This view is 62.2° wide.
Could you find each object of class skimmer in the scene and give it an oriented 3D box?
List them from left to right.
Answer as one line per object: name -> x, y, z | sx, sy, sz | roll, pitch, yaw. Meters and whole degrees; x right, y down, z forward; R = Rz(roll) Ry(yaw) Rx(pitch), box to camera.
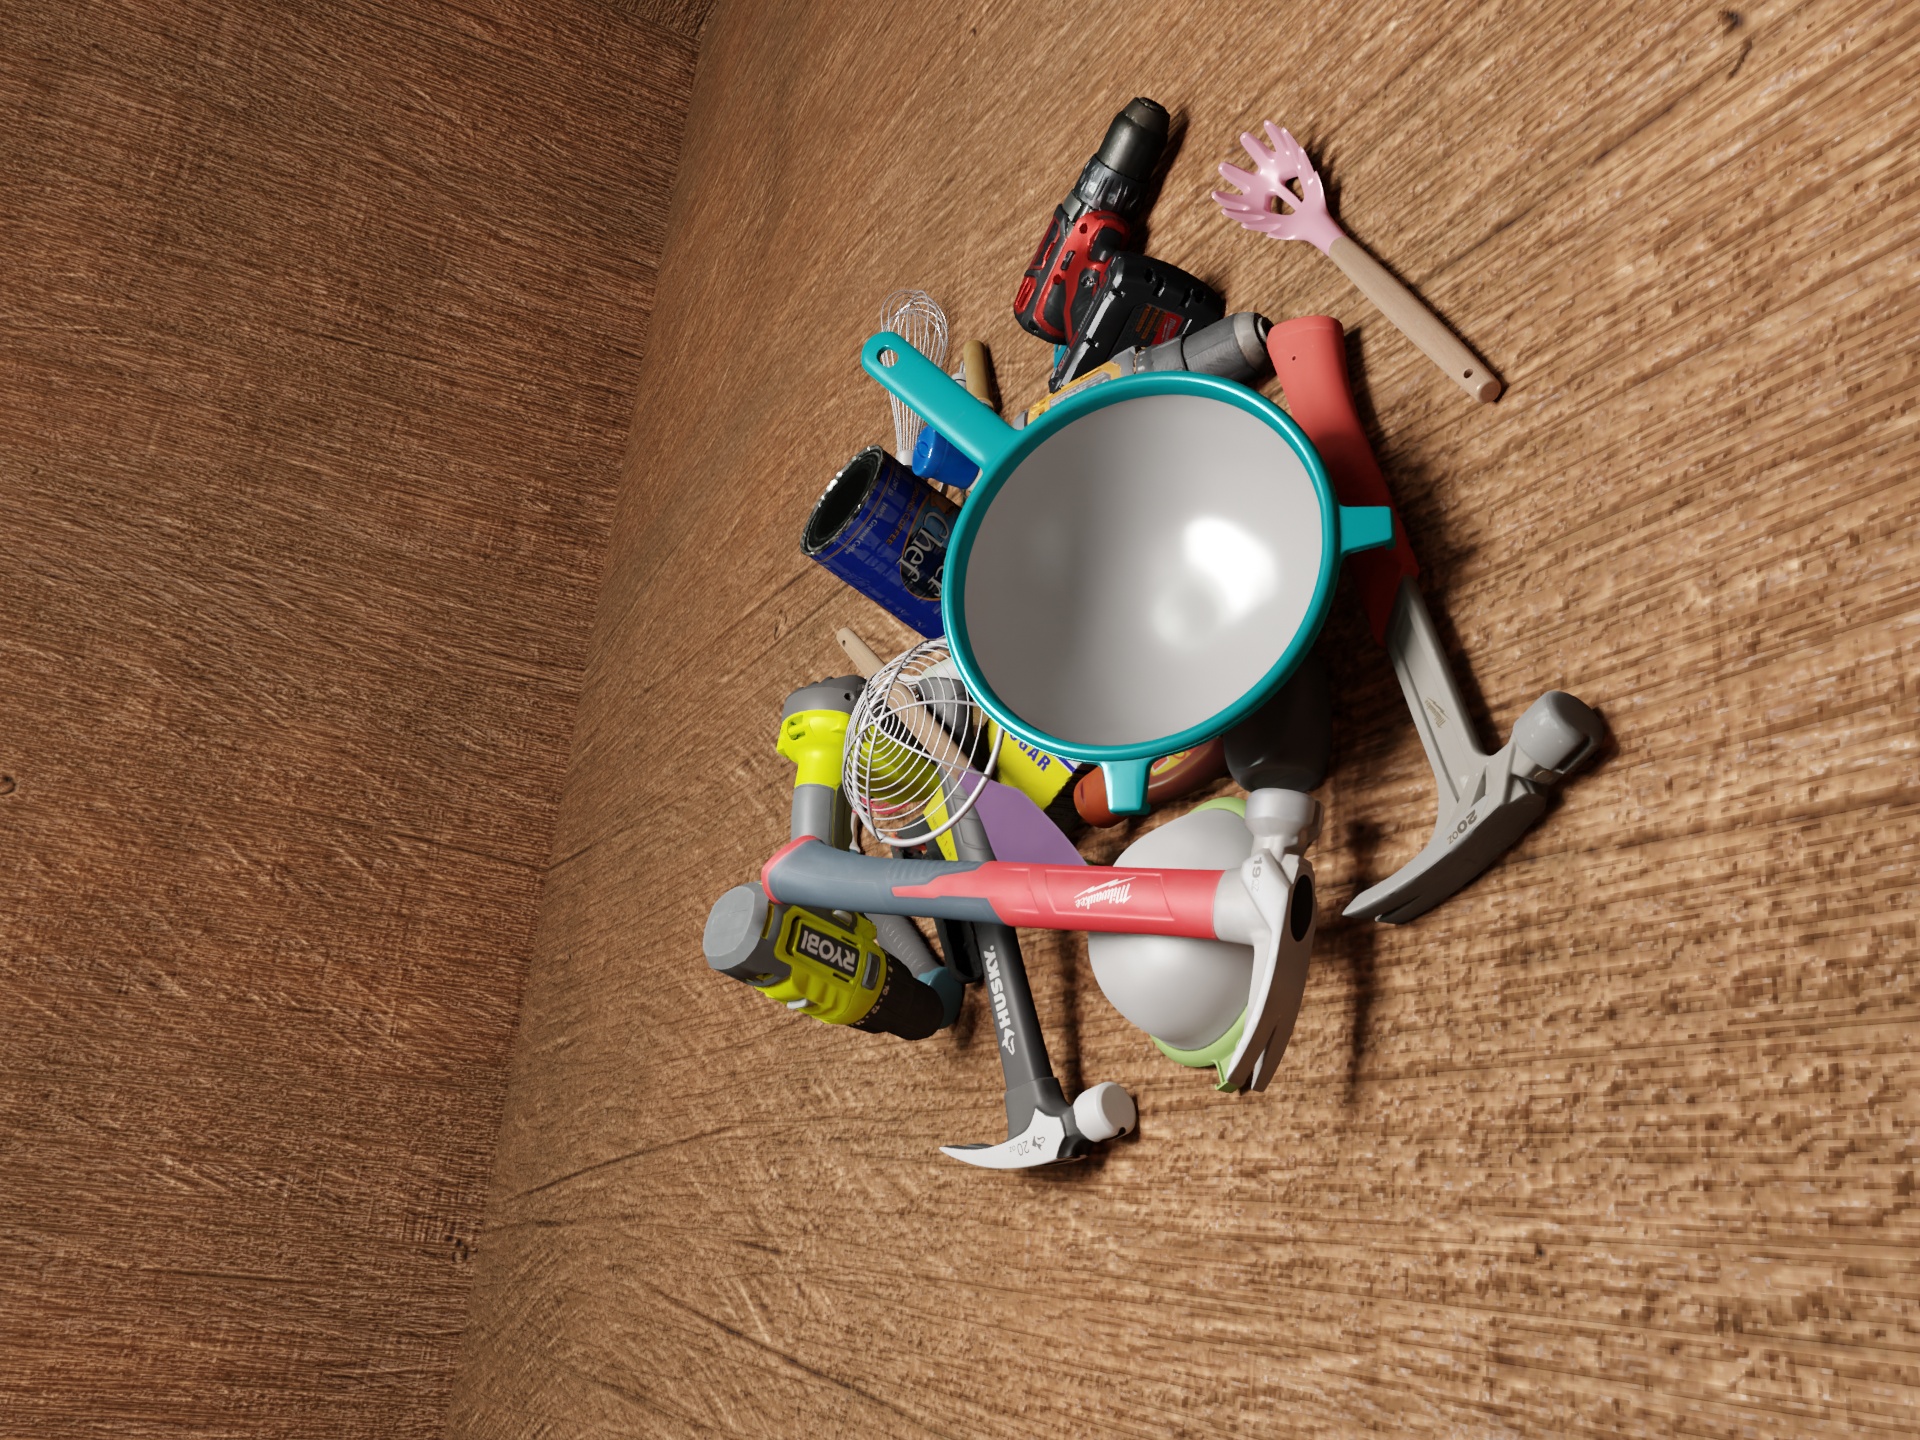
skimmer -> 0.024, -0.044, 1.040 | 0.127, 0.090, 0.363 | -34, 9, 32

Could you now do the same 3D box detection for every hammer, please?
hammer -> -0.065, 0.159, 1.307 | 0.128, 0.033, 0.331 | -71, 23, 11
hammer -> 0.016, 0.121, 1.023 | 0.146, 0.035, 0.335 | -36, 57, 41
hammer -> 0.020, 0.111, 0.882 | 0.386, 0.038, 0.143 | -3, 68, 44
hammer -> 0.207, -0.078, 0.810 | 0.149, 0.036, 0.359 | -55, 31, 41

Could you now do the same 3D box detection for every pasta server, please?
pasta server -> 0.217, -0.256, 0.887 | 0.060, 0.040, 0.317 | -52, 32, 24

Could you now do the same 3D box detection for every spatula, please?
spatula -> -0.008, 0.024, 1.028 | 0.316, 0.018, 0.059 | 48, 131, 44

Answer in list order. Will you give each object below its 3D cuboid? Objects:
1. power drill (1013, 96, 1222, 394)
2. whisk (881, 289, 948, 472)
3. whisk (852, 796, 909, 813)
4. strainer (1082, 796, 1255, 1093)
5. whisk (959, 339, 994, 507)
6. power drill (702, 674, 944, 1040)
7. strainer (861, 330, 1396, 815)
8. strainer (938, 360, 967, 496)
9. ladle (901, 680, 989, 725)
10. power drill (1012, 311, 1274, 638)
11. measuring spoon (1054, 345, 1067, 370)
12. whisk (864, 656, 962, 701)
power drill -> 0.112, -0.324, 1.127 | 0.227, 0.080, 0.187 | -102, 34, -52
whisk -> -0.047, -0.273, 1.493 | 0.070, 0.070, 0.285 | 157, 118, -62
whisk -> -0.028, 0.039, 1.268 | 0.296, 0.073, 0.073 | -7, 71, 59
strainer -> 0.093, 0.105, 0.924 | 0.256, 0.069, 0.151 | 15, 91, 66
whisk -> 0.019, -0.247, 1.341 | 0.051, 0.047, 0.245 | -45, 32, 32
power drill -> -0.072, 0.102, 1.120 | 0.080, 0.190, 0.229 | -18, 51, 42
strainer -> 0.065, -0.106, 0.865 | 0.211, 0.095, 0.341 | -48, 57, 5
strainer -> -0.011, -0.212, 1.388 | 0.086, 0.050, 0.259 | 58, -145, -57
ladle -> -0.002, -0.004, 1.199 | 0.315, 0.031, 0.069 | 2, 58, 55
power drill -> 0.118, -0.134, 0.970 | 0.185, 0.084, 0.226 | -23, 54, 35
measuring spoon -> 0.072, -0.253, 1.239 | 0.042, 0.021, 0.129 | -41, 42, 54
whisk -> -0.027, -0.030, 1.314 | 0.246, 0.059, 0.058 | -22, 98, 58
